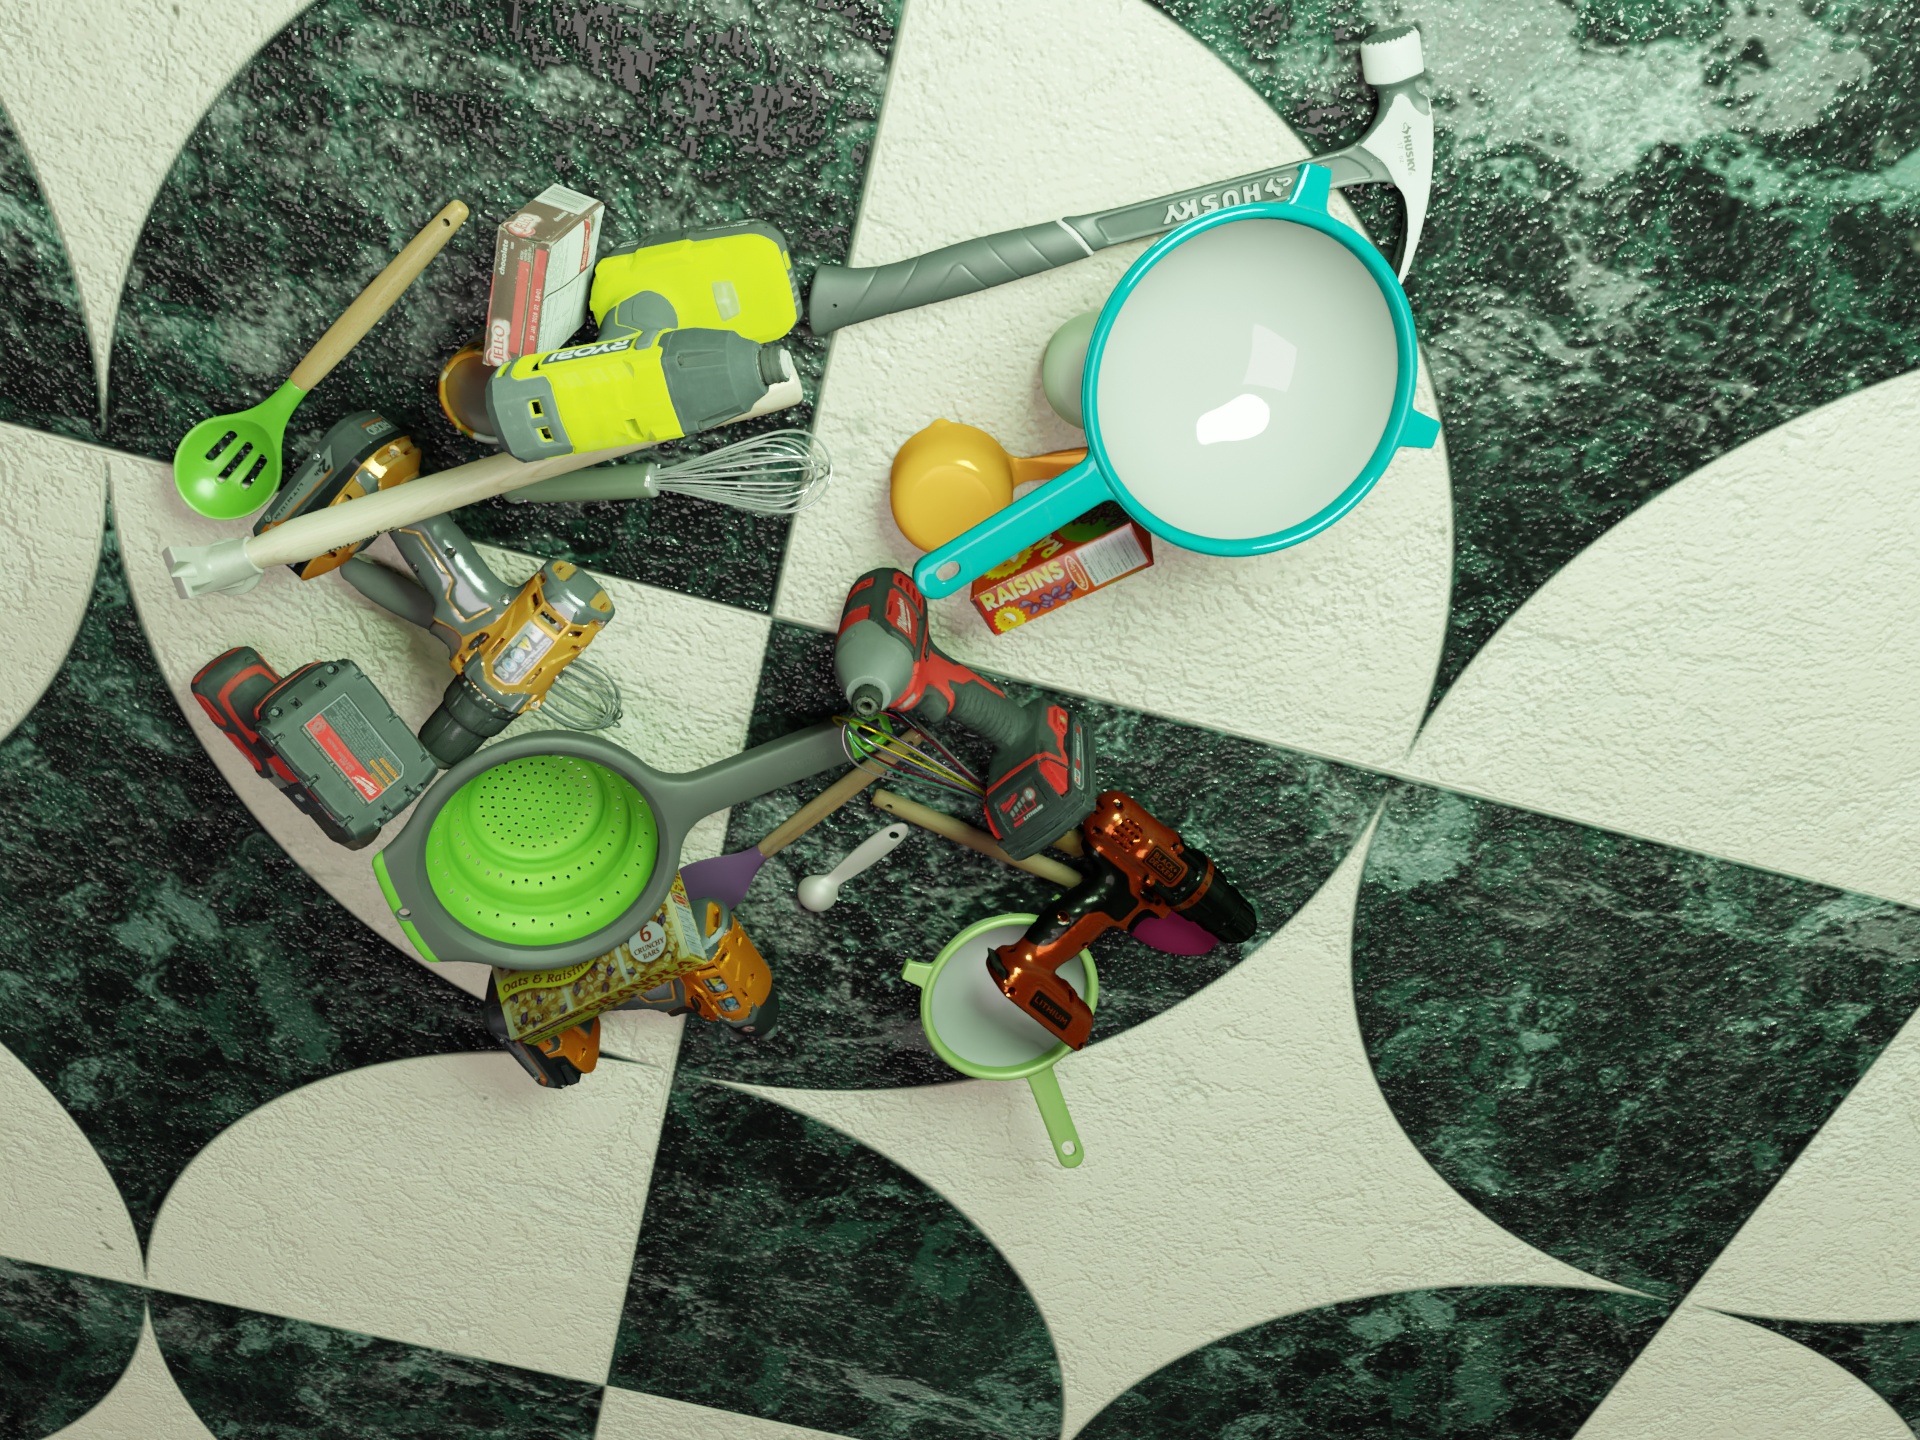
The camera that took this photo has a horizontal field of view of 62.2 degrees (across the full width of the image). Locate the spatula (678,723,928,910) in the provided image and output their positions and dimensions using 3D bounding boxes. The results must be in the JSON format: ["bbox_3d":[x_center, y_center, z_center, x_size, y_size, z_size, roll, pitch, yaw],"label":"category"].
[{"bbox_3d":[-0.145,0.091,1.301,0.316,0.018,0.059,-36,113,25],"label":"spatula"}]

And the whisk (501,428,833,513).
[{"bbox_3d":[-0.210,-0.172,1.126,0.246,0.058,0.059,-2,88,9],"label":"whisk"}]

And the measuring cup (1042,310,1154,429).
[{"bbox_3d":[0.132,-0.210,1.051,0.167,0.038,0.083,24,116,-2],"label":"measuring cup"}]

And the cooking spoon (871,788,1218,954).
[{"bbox_3d":[0.074,0.123,1.303,0.318,0.017,0.068,24,121,-11],"label":"cooking spoon"}]

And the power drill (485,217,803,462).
[{"bbox_3d":[-0.173,-0.233,0.972,0.171,0.223,0.080,-8,122,10],"label":"power drill"}]

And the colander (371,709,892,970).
[{"bbox_3d":[-0.249,0.055,1.240,0.397,0.095,0.204,-21,122,-8],"label":"colander"}]

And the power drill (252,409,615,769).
[{"bbox_3d":[-0.389,-0.086,1.143,0.226,0.084,0.185,41,106,-12],"label":"power drill"}]

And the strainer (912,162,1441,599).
[{"bbox_3d":[0.113,-0.182,0.993,0.340,0.095,0.210,-31,114,3],"label":"strainer"}]

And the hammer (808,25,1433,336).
[{"bbox_3d":[0.095,-0.309,1.016,0.409,0.036,0.149,-11,122,12],"label":"hammer"}]

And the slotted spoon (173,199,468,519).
[{"bbox_3d":[-0.441,-0.249,1.103,0.313,0.031,0.070,-37,113,22],"label":"slotted spoon"}]

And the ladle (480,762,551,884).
[{"bbox_3d":[-0.380,0.155,1.357,0.069,0.031,0.315,8,125,-1],"label":"ladle"}]

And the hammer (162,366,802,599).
[{"bbox_3d":[-0.298,-0.159,1.029,0.410,0.146,0.038,-21,101,-10],"label":"hammer"}]

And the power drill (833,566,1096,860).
[{"bbox_3d":[-0.002,-0.004,1.156,0.219,0.143,0.078,40,120,-22],"label":"power drill"}]

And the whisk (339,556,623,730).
[{"bbox_3d":[-0.362,-0.058,1.208,0.239,0.055,0.055,30,120,-10],"label":"whisk"}]

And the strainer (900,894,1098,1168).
[{"bbox_3d":[0.052,0.266,1.353,0.151,0.069,0.256,-23,112,-6],"label":"strainer"}]

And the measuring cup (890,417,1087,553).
[{"bbox_3d":[0.035,-0.162,1.102,0.173,0.052,0.095,-7,122,8],"label":"measuring cup"}]

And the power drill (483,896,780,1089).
[{"bbox_3d":[-0.272,0.244,1.369,0.226,0.084,0.164,-16,132,10],"label":"power drill"}]

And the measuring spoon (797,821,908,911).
[{"bbox_3d":[-0.089,0.123,1.316,0.124,0.018,0.034,-39,112,24],"label":"measuring spoon"}]

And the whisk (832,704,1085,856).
[{"bbox_3d":[0.003,0.048,1.237,0.244,0.051,0.047,29,139,-26],"label":"whisk"}]

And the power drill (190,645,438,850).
[{"bbox_3d":[-0.479,0.031,1.200,0.227,0.080,0.187,5,133,51],"label":"power drill"}]
